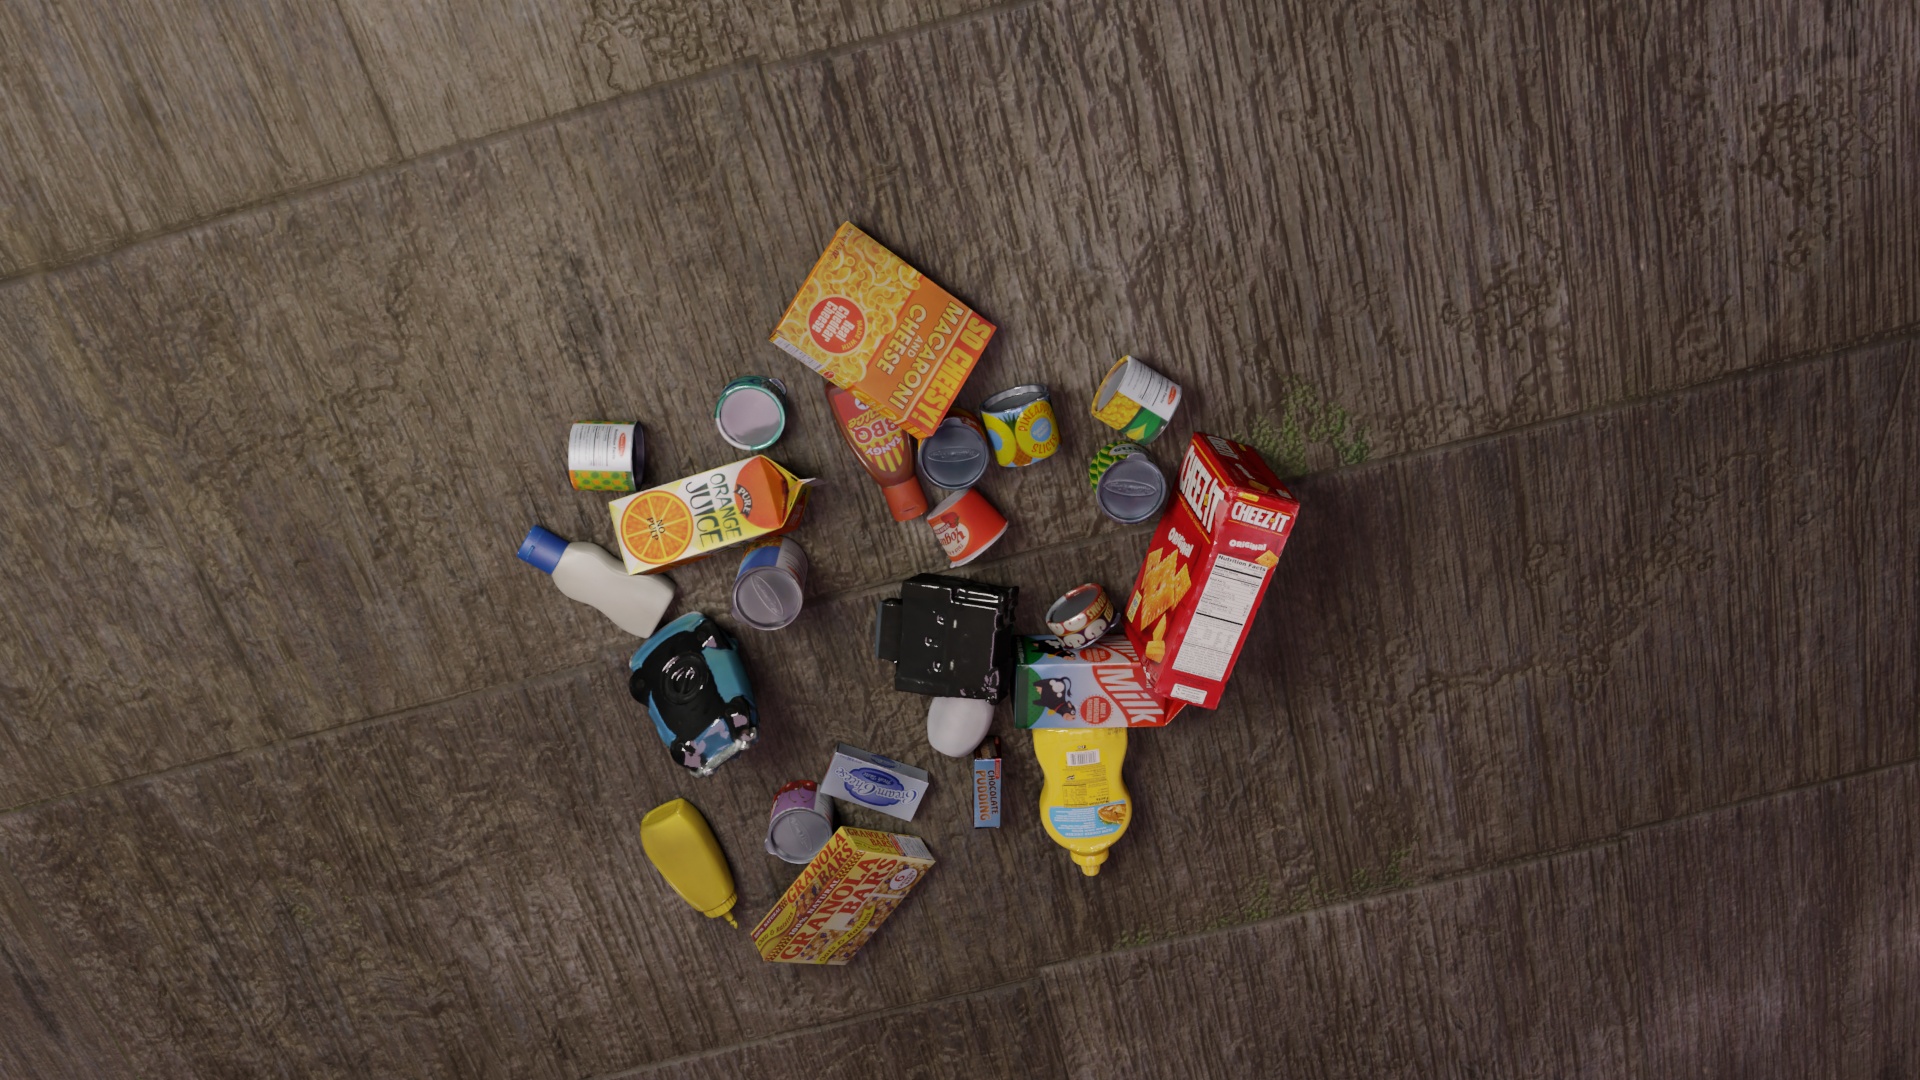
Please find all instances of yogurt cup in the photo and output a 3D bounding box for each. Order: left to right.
[{"bbox_3d":[0.005,-0.017,1.333,0.072,0.072,0.054,-36,101,11],"label":"yogurt cup"}]

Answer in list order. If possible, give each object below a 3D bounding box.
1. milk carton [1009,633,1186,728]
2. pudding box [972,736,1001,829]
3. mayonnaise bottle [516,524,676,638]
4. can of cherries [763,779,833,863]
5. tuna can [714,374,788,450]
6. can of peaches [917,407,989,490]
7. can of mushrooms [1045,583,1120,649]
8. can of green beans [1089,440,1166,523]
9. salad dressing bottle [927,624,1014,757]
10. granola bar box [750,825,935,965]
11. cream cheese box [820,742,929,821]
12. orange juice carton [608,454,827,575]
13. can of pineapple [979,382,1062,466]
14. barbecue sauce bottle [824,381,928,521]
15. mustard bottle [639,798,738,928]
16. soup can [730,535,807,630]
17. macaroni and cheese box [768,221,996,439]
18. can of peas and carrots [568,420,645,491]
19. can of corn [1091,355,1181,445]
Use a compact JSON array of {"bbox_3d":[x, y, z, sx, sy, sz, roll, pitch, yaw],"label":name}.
[{"bbox_3d":[0.148,0.140,1.394,0.191,0.072,0.073,-1,111,-3],"label":"milk carton"},{"bbox_3d":[0.027,0.251,1.442,0.030,0.050,0.083,0,110,-1],"label":"pudding box"},{"bbox_3d":[-0.354,0.035,1.346,0.148,0.041,0.064,30,103,-12],"label":"mayonnaise bottle"},{"bbox_3d":[-0.168,0.292,1.443,0.071,0.058,0.071,-1,112,-3],"label":"can of cherries"},{"bbox_3d":[-0.193,-0.121,1.299,0.071,0.033,0.070,-1,111,-2],"label":"tuna can"},{"bbox_3d":[-0.007,-0.089,1.307,0.071,0.058,0.071,-1,111,-2],"label":"can of peaches"},{"bbox_3d":[0.121,0.074,1.370,0.071,0.071,0.033,-32,108,9],"label":"can of mushrooms"},{"bbox_3d":[0.159,-0.056,1.328,0.071,0.058,0.071,-1,111,-2],"label":"can of green beans"},{"bbox_3d":[0.013,0.146,1.404,0.064,0.044,0.147,25,106,12],"label":"salad dressing bottle"},{"bbox_3d":[-0.123,0.373,1.456,0.124,0.039,0.165,22,112,-47],"label":"granola bar box"},{"bbox_3d":[-0.089,0.252,1.451,0.104,0.024,0.053,20,110,-10],"label":"cream cheese box"},{"bbox_3d":[-0.220,-0.028,1.300,0.193,0.072,0.073,-17,87,4],"label":"orange juice carton"},{"bbox_3d":[0.058,-0.108,1.297,0.071,0.071,0.057,-17,112,4],"label":"can of pineapple"},{"bbox_3d":[-0.073,-0.090,1.311,0.065,0.044,0.148,-22,111,0],"label":"barbecue sauce bottle"},{"bbox_3d":[-0.276,0.348,1.464,0.065,0.049,0.159,-24,111,6],"label":"mustard bottle"},{"bbox_3d":[-0.184,0.040,1.333,0.071,0.084,0.071,-1,111,-2],"label":"soup can"},{"bbox_3d":[-0.069,-0.187,1.251,0.166,0.040,0.124,33,78,-15],"label":"macaroni and cheese box"},{"bbox_3d":[-0.328,-0.077,1.292,0.059,0.071,0.070,1,111,-3],"label":"can of peas and carrots"},{"bbox_3d":[0.162,-0.130,1.298,0.058,0.071,0.071,29,107,-12],"label":"can of corn"}]
